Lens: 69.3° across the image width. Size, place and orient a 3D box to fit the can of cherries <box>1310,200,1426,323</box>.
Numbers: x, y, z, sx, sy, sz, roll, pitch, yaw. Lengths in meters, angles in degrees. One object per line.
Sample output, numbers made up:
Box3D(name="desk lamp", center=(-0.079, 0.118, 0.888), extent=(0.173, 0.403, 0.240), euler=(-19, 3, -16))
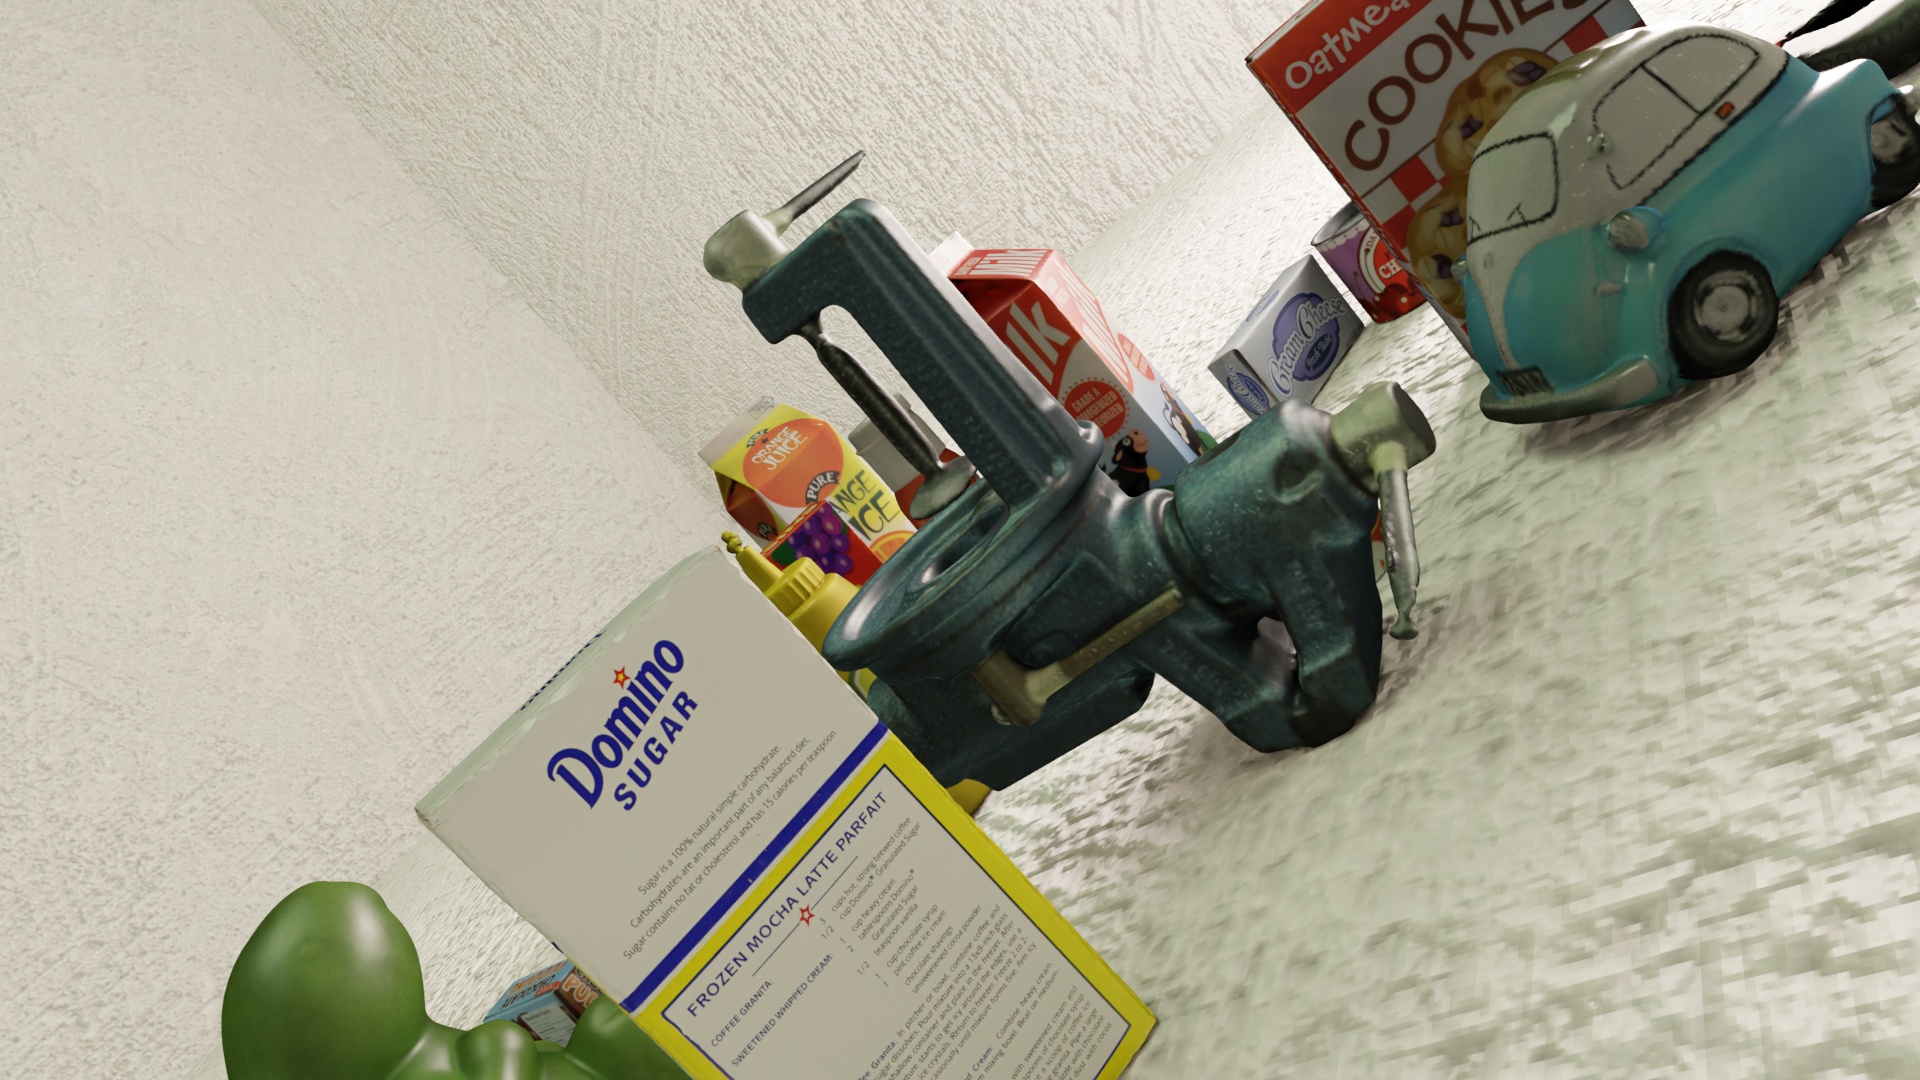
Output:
Box3D(name="can of cherries", center=(0.235, -0.160, 0.755), extent=(0.071, 0.058, 0.071), euler=(-40, 10, 9))

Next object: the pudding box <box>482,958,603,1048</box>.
Box3D(name="pudding box", center=(-0.199, 0.240, 0.698), extent=(0.083, 0.049, 0.030), euler=(-33, 13, 41))

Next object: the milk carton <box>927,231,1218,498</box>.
Box3D(name="milk carton", center=(0.052, -0.082, 0.725), extent=(0.073, 0.190, 0.073), euler=(-37, 11, 24))

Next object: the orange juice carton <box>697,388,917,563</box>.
Box3D(name="orange juice carton", center=(-0.088, -0.009, 0.934), extent=(0.072, 0.192, 0.073), euler=(-46, 11, -25))

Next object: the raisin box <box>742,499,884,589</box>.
Box3D(name="raisin box", center=(-0.073, 0.049, 0.830), extent=(0.086, 0.123, 0.040), euler=(-45, 10, -19))

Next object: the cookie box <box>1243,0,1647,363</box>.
Box3D(name="cookie box", center=(0.216, -0.173, 0.567), extent=(0.122, 0.167, 0.040), euler=(-39, 10, 15))

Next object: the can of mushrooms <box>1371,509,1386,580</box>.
Box3D(name="can of mushrooms", center=(0.130, 0.003, 0.524), extent=(0.071, 0.033, 0.071), euler=(-40, 10, 9))

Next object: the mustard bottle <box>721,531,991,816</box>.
Box3D(name="mustard bottle", center=(-0.049, 0.056, 0.601), extent=(0.048, 0.160, 0.066), euler=(-31, 14, 46))

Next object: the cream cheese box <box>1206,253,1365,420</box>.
Box3D(name="cream cheese box", center=(0.178, -0.106, 0.753), extent=(0.024, 0.053, 0.104), euler=(-29, 16, 52))

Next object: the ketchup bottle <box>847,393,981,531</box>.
Box3D(name="ketchup bottle", center=(0.003, -0.009, 0.721), extent=(0.043, 0.148, 0.065), euler=(-40, 10, 7))
